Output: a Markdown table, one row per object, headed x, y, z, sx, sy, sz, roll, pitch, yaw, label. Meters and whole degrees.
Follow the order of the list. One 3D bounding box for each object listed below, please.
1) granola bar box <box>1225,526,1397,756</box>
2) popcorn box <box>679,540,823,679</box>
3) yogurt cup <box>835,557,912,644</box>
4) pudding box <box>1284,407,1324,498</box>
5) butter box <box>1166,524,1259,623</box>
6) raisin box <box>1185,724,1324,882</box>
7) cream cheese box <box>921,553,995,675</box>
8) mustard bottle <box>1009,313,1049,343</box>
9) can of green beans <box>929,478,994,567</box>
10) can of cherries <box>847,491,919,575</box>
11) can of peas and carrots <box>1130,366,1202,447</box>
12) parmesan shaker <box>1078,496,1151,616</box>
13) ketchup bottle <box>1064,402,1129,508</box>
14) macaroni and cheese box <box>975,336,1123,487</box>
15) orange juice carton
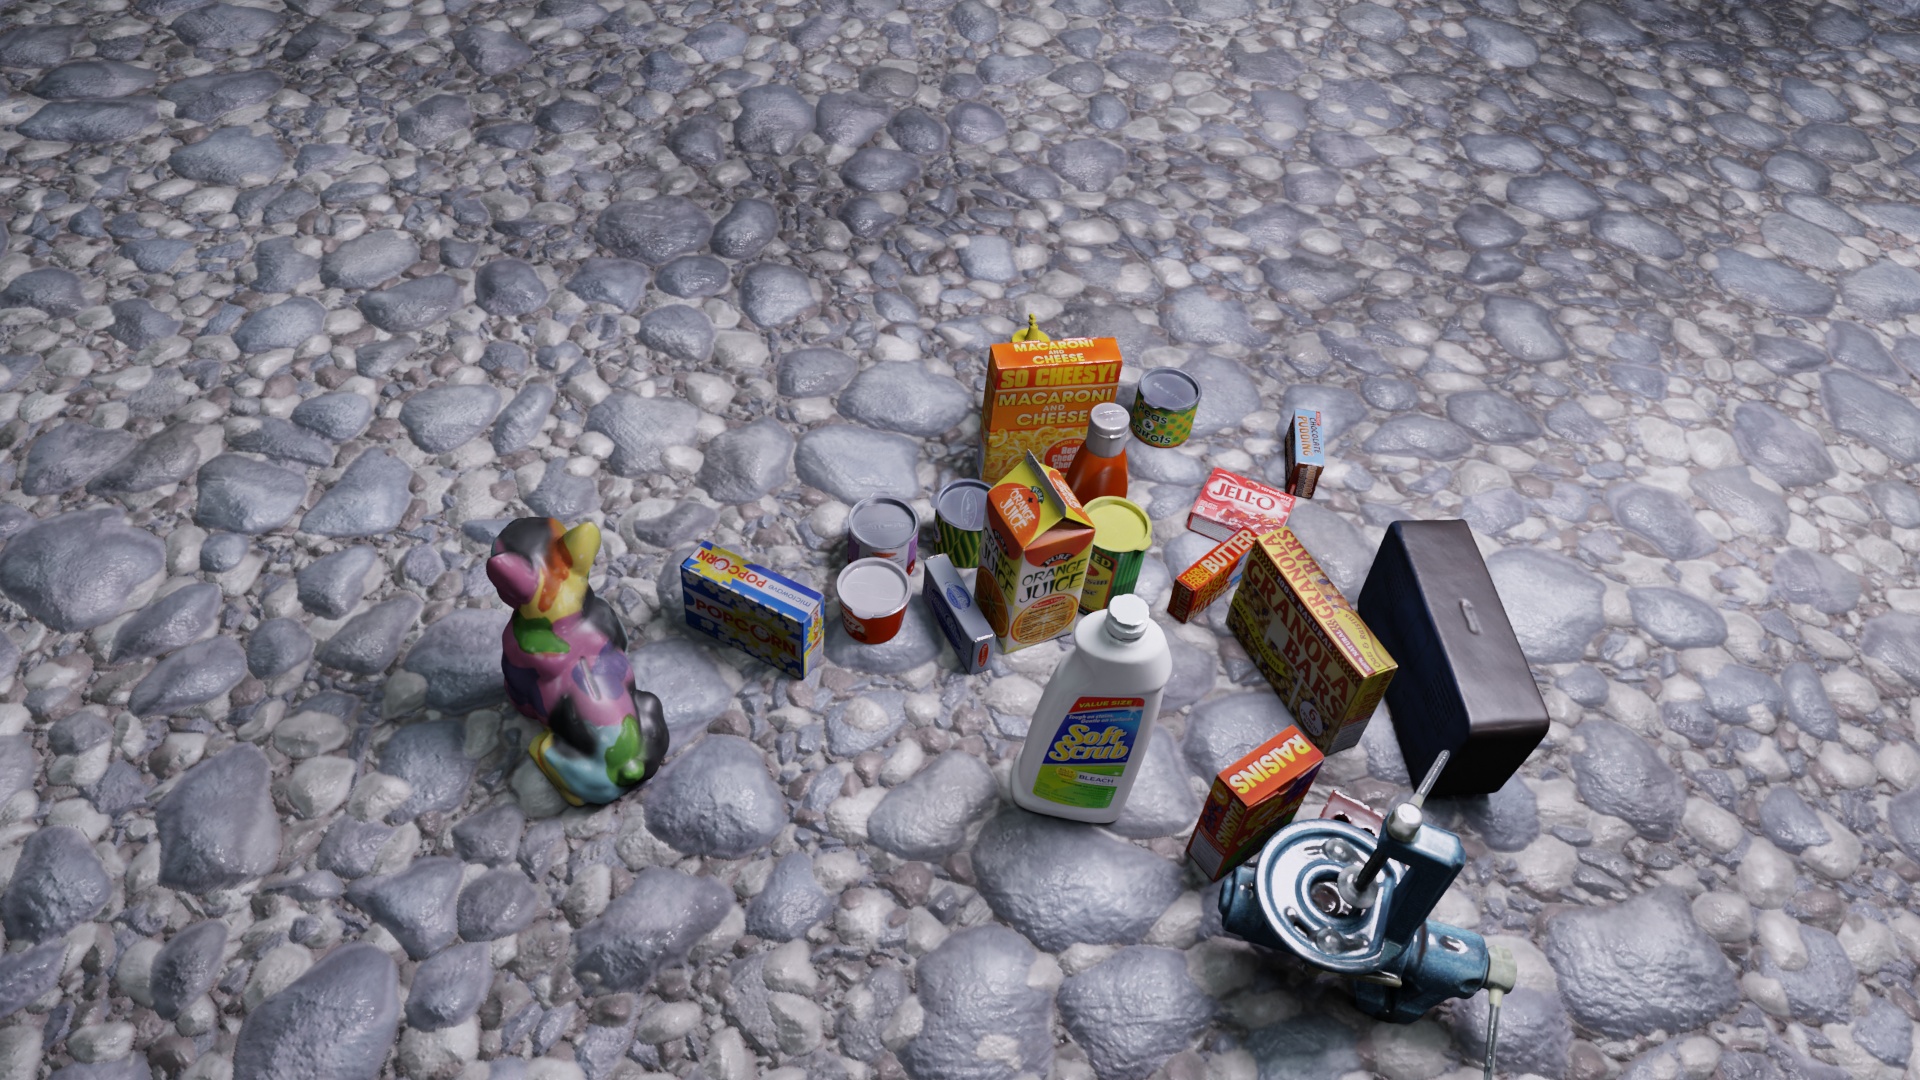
| x | y | z | sx | sy | sz | roll | pitch | yaw | label |
| --- | --- | --- | --- | --- | --- | --- | --- | --- | --- |
| 0.304 | 0.089 | 1.225 | 0.039 | 0.123 | 0.166 | -17 | 53 | -19 | granola bar box |
| -0.182 | 0.062 | 1.225 | 0.127 | 0.084 | 0.038 | 24 | 51 | 14 | popcorn box |
| -0.079 | 0.057 | 1.260 | 0.072 | 0.053 | 0.073 | 3 | 49 | -3 | yogurt cup |
| 0.356 | -0.091 | 1.437 | 0.030 | 0.049 | 0.084 | 9 | 49 | 2 | pudding box |
| 0.240 | 0.032 | 1.315 | 0.104 | 0.052 | 0.024 | -34 | 60 | -30 | butter box |
| 0.234 | 0.212 | 1.111 | 0.086 | 0.122 | 0.040 | -26 | 56 | -25 | raisin box |
| -0.003 | 0.067 | 1.260 | 0.024 | 0.053 | 0.104 | -18 | 53 | -20 | cream cheese box |
| 0.065 | -0.162 | 1.396 | 0.049 | 0.159 | 0.066 | 23 | 51 | 14 | mustard bottle |
| 0.007 | -0.016 | 1.330 | 0.071 | 0.057 | 0.071 | 3 | 49 | -3 | can of green beans |
| -0.073 | -0.001 | 1.309 | 0.071 | 0.058 | 0.072 | 3 | 49 | -3 | can of cherries |
| 0.214 | -0.138 | 1.458 | 0.071 | 0.058 | 0.071 | 3 | 49 | -3 | can of peas and carrots |
| 0.137 | 0.019 | 1.283 | 0.071 | 0.102 | 0.072 | 3 | 49 | -3 | parmesan shaker |
| 0.132 | -0.066 | 1.326 | 0.065 | 0.148 | 0.044 | -10 | 51 | -14 | ketchup bottle |
| 0.084 | -0.124 | 1.361 | 0.124 | 0.165 | 0.040 | -5 | 50 | -10 | macaroni and cheese box |
| 0.065 | 0.009 | 1.225 | 0.073 | 0.191 | 0.072 | -16 | 53 | -19 | orange juice carton |
